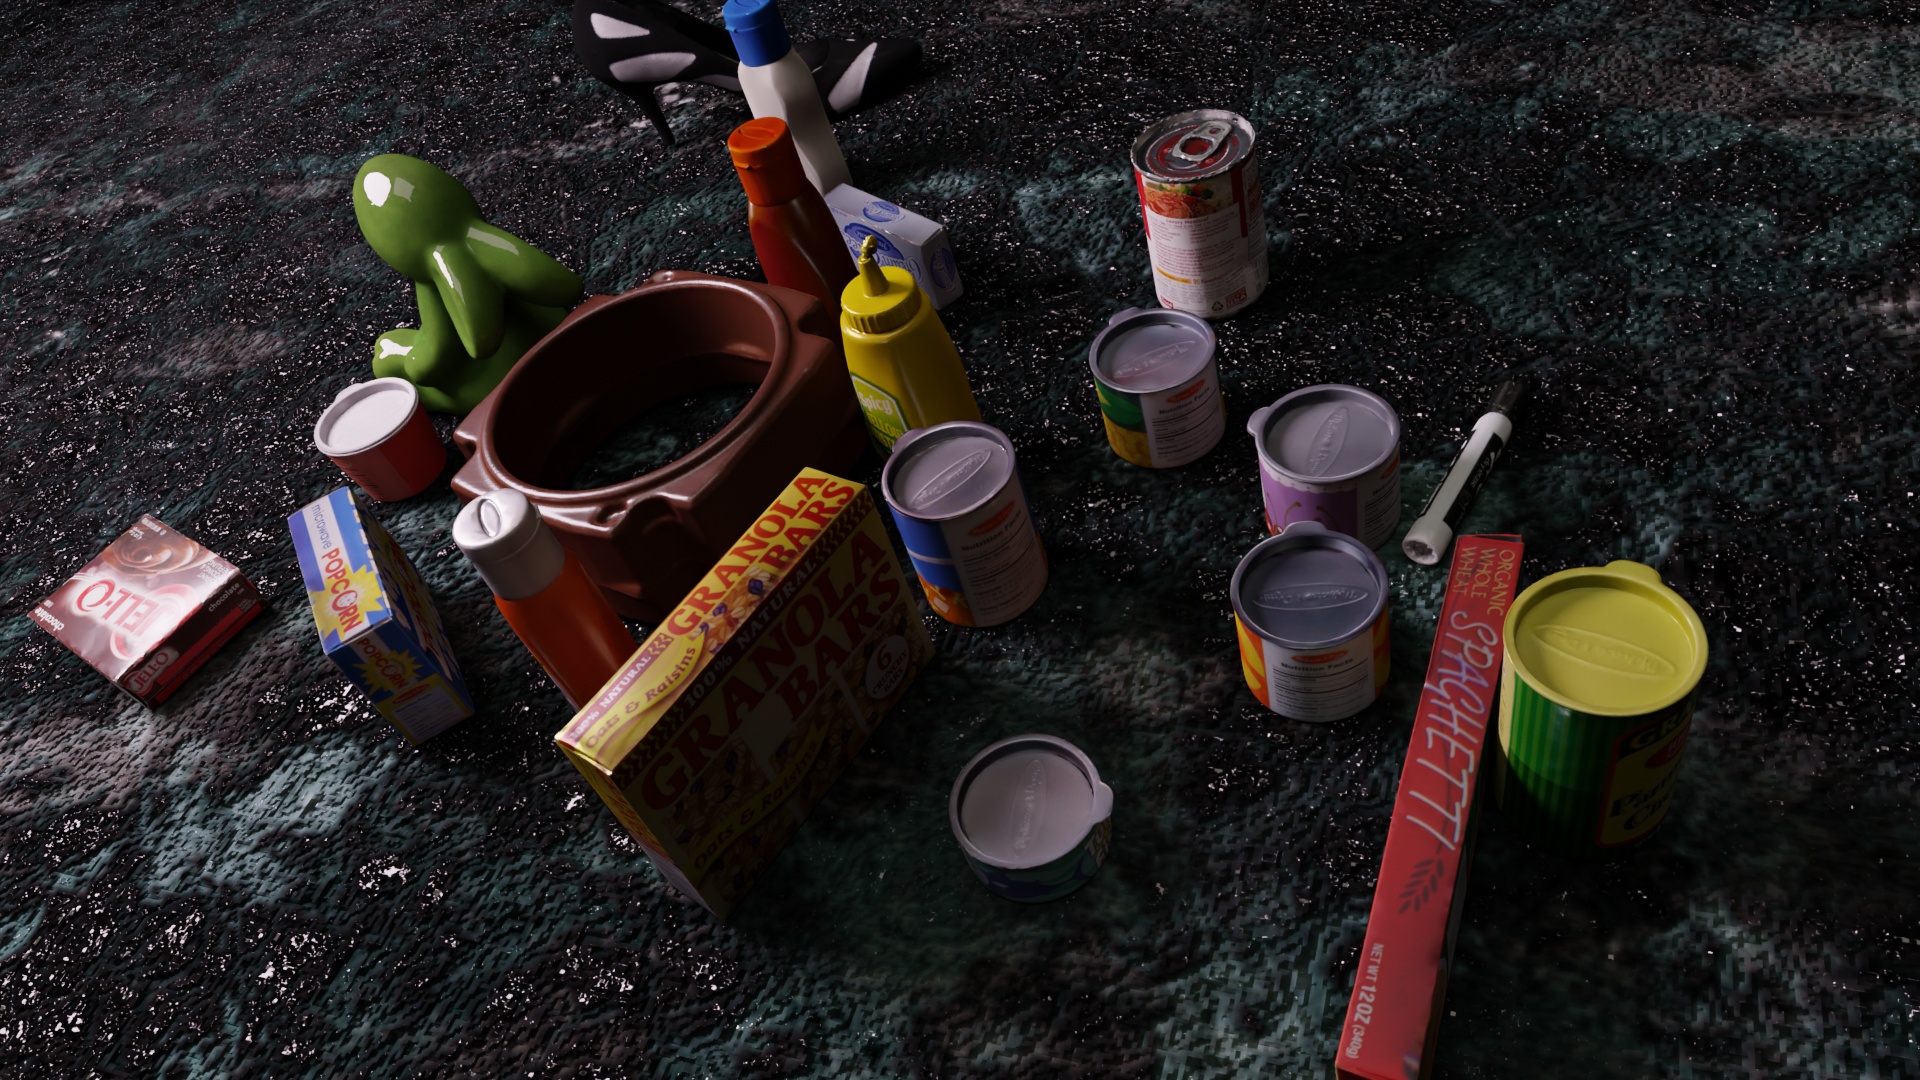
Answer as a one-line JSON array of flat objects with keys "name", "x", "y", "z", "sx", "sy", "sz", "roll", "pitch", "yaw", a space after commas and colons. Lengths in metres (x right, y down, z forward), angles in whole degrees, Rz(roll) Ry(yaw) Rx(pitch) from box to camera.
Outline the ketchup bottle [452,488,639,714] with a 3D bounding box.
[{"name": "ketchup bottle", "x": -0.189, "y": 0.037, "z": 0.664, "sx": 0.043, "sy": 0.148, "sz": 0.065, "roll": -29, "pitch": 46, "yaw": -9}]

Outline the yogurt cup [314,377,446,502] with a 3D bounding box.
[{"name": "yogurt cup", "x": -0.364, "y": -0.061, "z": 0.881, "sx": 0.072, "sy": 0.053, "sz": 0.073, "roll": -9, "pitch": 46, "yaw": 10}]

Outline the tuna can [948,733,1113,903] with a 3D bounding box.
[{"name": "tuna can", "x": 0.033, "y": 0.119, "z": 0.596, "sx": 0.071, "sy": 0.032, "sz": 0.071, "roll": -9, "pitch": 46, "yaw": 10}]

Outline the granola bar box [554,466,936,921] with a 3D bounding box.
[{"name": "granola bar box", "x": -0.087, "y": 0.067, "z": 0.620, "sx": 0.039, "sy": 0.123, "sz": 0.166, "roll": 20, "pitch": 57, "yaw": 33}]

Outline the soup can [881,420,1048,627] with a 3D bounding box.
[{"name": "soup can", "x": 0.002, "y": -0.009, "z": 0.690, "sx": 0.071, "sy": 0.083, "sz": 0.072, "roll": -9, "pitch": 46, "yaw": 10}]

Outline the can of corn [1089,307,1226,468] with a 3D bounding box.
[{"name": "can of corn", "x": 0.105, "y": -0.082, "z": 0.743, "sx": 0.071, "sy": 0.058, "sz": 0.071, "roll": -9, "pitch": 46, "yaw": 10}]

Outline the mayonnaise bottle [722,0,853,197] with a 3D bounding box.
[{"name": "mayonnaise bottle", "x": -0.122, "y": -0.305, "z": 0.964, "sx": 0.041, "sy": 0.147, "sz": 0.065, "roll": -40, "pitch": 49, "yaw": -19}]

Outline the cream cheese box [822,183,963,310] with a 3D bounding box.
[{"name": "cream cheese box", "x": -0.045, "y": -0.190, "z": 0.896, "sx": 0.024, "sy": 0.053, "sz": 0.104, "roll": -42, "pitch": 49, "yaw": -20}]

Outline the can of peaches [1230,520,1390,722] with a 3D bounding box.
[{"name": "can of peaches", "x": 0.156, "y": 0.036, "z": 0.615, "sx": 0.071, "sy": 0.057, "sz": 0.071, "roll": -9, "pitch": 46, "yaw": 10}]

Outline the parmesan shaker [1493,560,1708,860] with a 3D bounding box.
[{"name": "parmesan shaker", "x": 0.241, "y": 0.066, "z": 0.527, "sx": 0.071, "sy": 0.102, "sz": 0.072, "roll": -9, "pitch": 46, "yaw": 10}]

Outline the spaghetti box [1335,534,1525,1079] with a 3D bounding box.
[{"name": "spaghetti box", "x": 0.190, "y": 0.103, "z": 0.547, "sx": 0.029, "sy": 0.050, "sz": 0.251, "roll": 8, "pitch": 51, "yaw": 25}]

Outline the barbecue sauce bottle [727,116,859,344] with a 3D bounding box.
[{"name": "barbecue sauce bottle", "x": -0.098, "y": -0.182, "z": 0.840, "sx": 0.065, "sy": 0.147, "sz": 0.044, "roll": 22, "pitch": 58, "yaw": 33}]

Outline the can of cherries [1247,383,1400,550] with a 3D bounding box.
[{"name": "can of cherries", "x": 0.177, "y": -0.033, "z": 0.673, "sx": 0.071, "sy": 0.058, "sz": 0.072, "roll": -9, "pitch": 46, "yaw": 10}]

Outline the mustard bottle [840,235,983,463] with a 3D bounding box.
[{"name": "mustard bottle", "x": -0.031, "y": -0.093, "z": 0.726, "sx": 0.049, "sy": 0.159, "sz": 0.065, "roll": -43, "pitch": 49, "yaw": -21}]

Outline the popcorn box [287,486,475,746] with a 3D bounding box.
[{"name": "popcorn box", "x": -0.313, "y": 0.039, "z": 0.748, "sx": 0.038, "sy": 0.084, "sz": 0.127, "roll": -31, "pitch": 46, "yaw": -11}]
